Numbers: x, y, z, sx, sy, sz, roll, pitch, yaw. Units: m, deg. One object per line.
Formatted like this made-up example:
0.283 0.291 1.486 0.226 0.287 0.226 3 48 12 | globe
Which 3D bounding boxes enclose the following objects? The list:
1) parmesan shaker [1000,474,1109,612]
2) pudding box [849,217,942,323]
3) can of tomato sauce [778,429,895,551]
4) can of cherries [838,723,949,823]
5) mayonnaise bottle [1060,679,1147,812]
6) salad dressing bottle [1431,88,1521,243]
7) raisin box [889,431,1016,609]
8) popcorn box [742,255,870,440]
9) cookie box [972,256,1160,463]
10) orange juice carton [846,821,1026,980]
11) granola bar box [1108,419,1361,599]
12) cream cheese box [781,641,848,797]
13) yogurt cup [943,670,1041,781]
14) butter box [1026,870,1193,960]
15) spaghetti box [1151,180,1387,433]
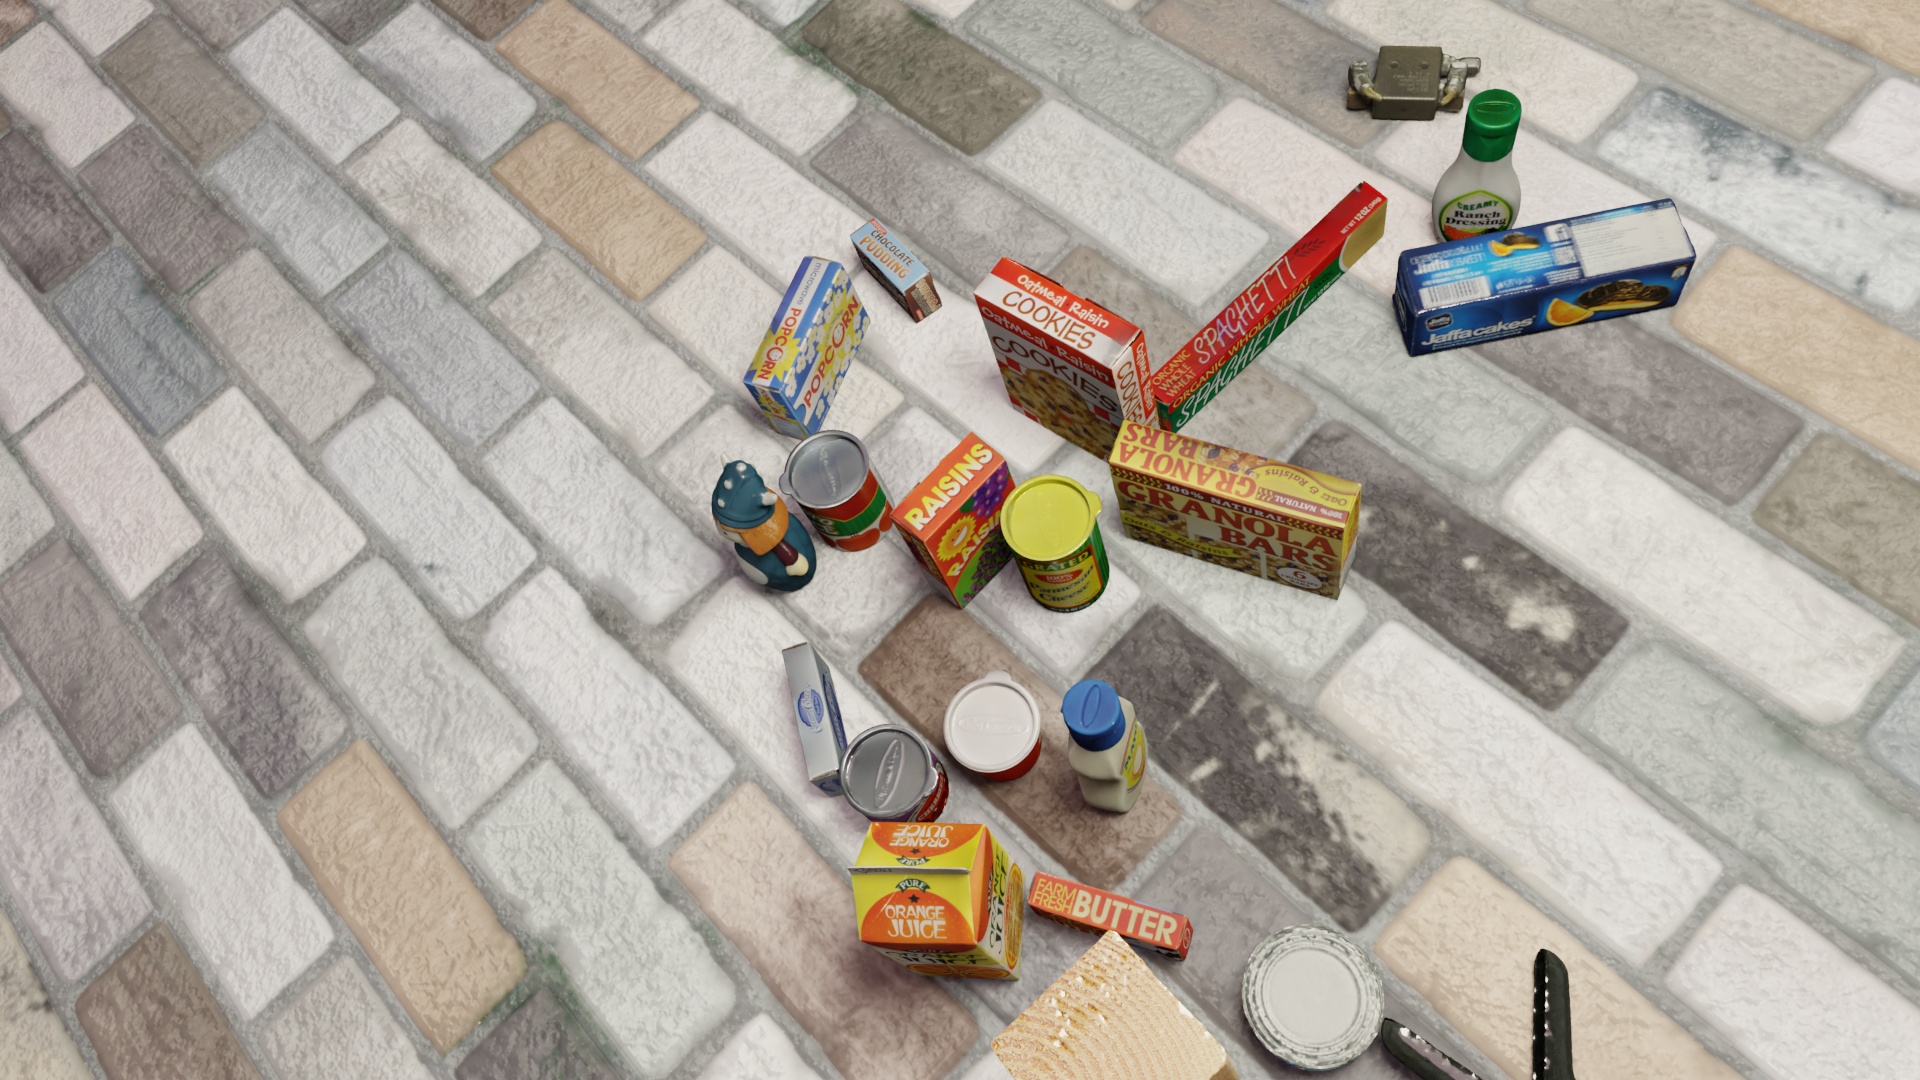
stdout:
0.073 0.004 1.002 0.071 0.102 0.071 -5 64 11 | parmesan shaker
-0.054 -0.229 1.174 0.030 0.049 0.084 -38 63 -6 | pudding box
-0.093 -0.036 1.071 0.071 0.083 0.071 -5 64 11 | can of tomato sauce
-0.043 0.170 0.975 0.071 0.058 0.072 -5 64 11 | can of cherries
0.095 0.132 0.910 0.041 0.147 0.065 11 68 18 | mayonnaise bottle
0.389 -0.273 1.037 0.064 0.147 0.044 5 67 15 | salad dressing bottle
0.004 -0.013 1.015 0.040 0.123 0.086 40 79 26 | raisin box
-0.123 -0.156 1.135 0.038 0.085 0.127 15 69 19 | popcorn box
0.083 -0.125 1.026 0.123 0.167 0.040 33 76 24 | cookie box
-0.011 0.223 0.866 0.072 0.192 0.073 -1 65 13 | orange juice carton
0.192 -0.019 0.974 0.166 0.123 0.039 17 70 20 | granola bar box
-0.102 0.131 1.010 0.024 0.053 0.104 -19 62 4 | cream cheese box
0.026 0.136 0.977 0.072 0.053 0.072 -5 64 11 | yogurt cup
0.098 0.246 0.909 0.103 0.053 0.024 13 69 18 | butter box
0.238 -0.180 1.083 0.250 0.050 0.029 -43 63 -9 | spaghetti box
